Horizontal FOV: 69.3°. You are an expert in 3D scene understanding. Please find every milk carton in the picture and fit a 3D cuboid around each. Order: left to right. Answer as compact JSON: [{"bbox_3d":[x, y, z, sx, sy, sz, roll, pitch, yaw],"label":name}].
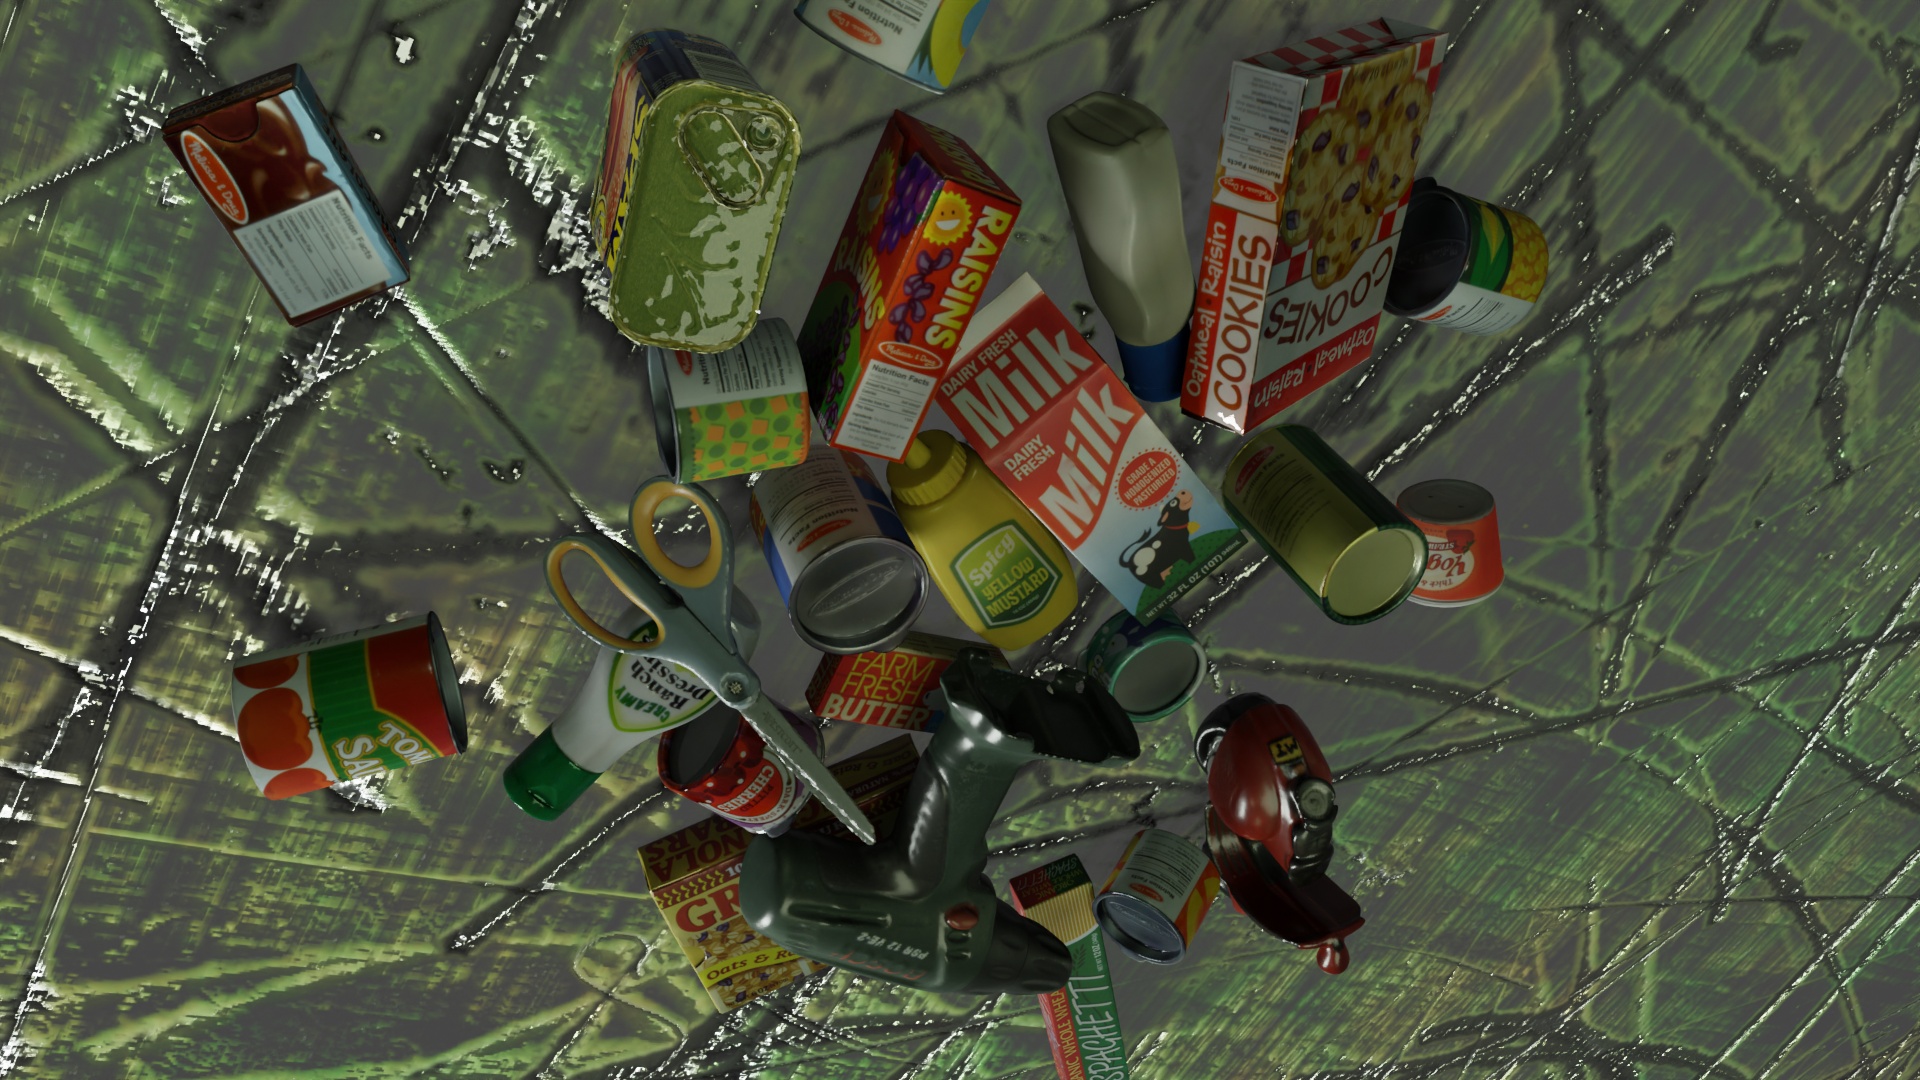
[{"bbox_3d":[0.056,-0.047,0.678,0.072,0.074,0.190,-40,129,7],"label":"milk carton"}]

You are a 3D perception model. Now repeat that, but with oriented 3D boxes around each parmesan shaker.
[{"bbox_3d":[0.194,-0.007,0.749,0.071,0.103,0.071,-12,128,-16],"label":"parmesan shaker"}]

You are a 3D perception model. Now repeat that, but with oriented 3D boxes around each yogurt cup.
[{"bbox_3d":[0.287,-0.001,0.823,0.072,0.072,0.053,-17,120,-12],"label":"yogurt cup"}]

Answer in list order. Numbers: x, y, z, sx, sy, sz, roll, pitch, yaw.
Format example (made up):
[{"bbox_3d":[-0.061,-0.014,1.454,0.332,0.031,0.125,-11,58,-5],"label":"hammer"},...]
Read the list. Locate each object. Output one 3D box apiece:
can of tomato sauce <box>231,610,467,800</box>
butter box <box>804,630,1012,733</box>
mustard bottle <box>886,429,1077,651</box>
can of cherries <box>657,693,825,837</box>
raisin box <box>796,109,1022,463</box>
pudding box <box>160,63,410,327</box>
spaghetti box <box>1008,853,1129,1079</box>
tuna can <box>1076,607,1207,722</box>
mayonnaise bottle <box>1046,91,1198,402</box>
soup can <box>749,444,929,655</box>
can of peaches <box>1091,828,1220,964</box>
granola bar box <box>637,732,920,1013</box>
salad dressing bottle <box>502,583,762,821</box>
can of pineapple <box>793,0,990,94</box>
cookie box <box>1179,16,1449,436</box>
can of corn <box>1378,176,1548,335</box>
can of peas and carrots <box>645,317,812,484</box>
[{"bbox_3d":[-0.270,0.075,0.620,0.083,0.071,0.070,-14,128,-14],"label":"can of tomato sauce"},{"bbox_3d":[-0.028,0.076,0.760,0.103,0.024,0.053,13,116,-31],"label":"butter box"},{"bbox_3d":[0.002,-0.009,0.697,0.065,0.049,0.159,-38,130,1],"label":"mustard bottle"},{"bbox_3d":[-0.113,0.111,0.716,0.071,0.072,0.058,-43,129,9],"label":"can of cherries"},{"bbox_3d":[-0.027,-0.108,0.589,0.040,0.086,0.123,15,116,-26],"label":"raisin box"},{"bbox_3d":[-0.246,-0.127,0.514,0.050,0.030,0.083,-24,129,-5],"label":"pudding box"},{"bbox_3d":[0.080,0.314,0.974,0.050,0.029,0.248,-20,129,-9],"label":"spaghetti box"},{"bbox_3d":[0.106,0.073,0.812,0.071,0.033,0.070,-12,127,-17],"label":"tuna can"},{"bbox_3d":[0.081,-0.130,0.641,0.041,0.065,0.147,-32,135,-10],"label":"mayonnaise bottle"},{"bbox_3d":[-0.058,0.005,0.657,0.071,0.084,0.071,-12,127,-16],"label":"soup can"},{"bbox_3d":[0.127,0.231,0.901,0.058,0.071,0.071,-49,141,-38],"label":"can of peaches"},{"bbox_3d":[-0.086,0.195,0.809,0.166,0.039,0.123,-22,129,-9],"label":"granola bar box"},{"bbox_3d":[-0.164,0.078,0.686,0.147,0.044,0.064,-44,113,10],"label":"salad dressing bottle"},{"bbox_3d":[-0.022,-0.213,0.532,0.071,0.071,0.057,16,116,-32],"label":"can of pineapple"},{"bbox_3d":[0.162,-0.146,0.648,0.123,0.040,0.166,-29,136,-39],"label":"cookie box"},{"bbox_3d":[0.253,-0.143,0.705,0.058,0.071,0.071,7,120,-29],"label":"can of corn"},{"bbox_3d":[-0.102,-0.060,0.605,0.059,0.071,0.070,-10,127,-18],"label":"can of peas and carrots"}]
